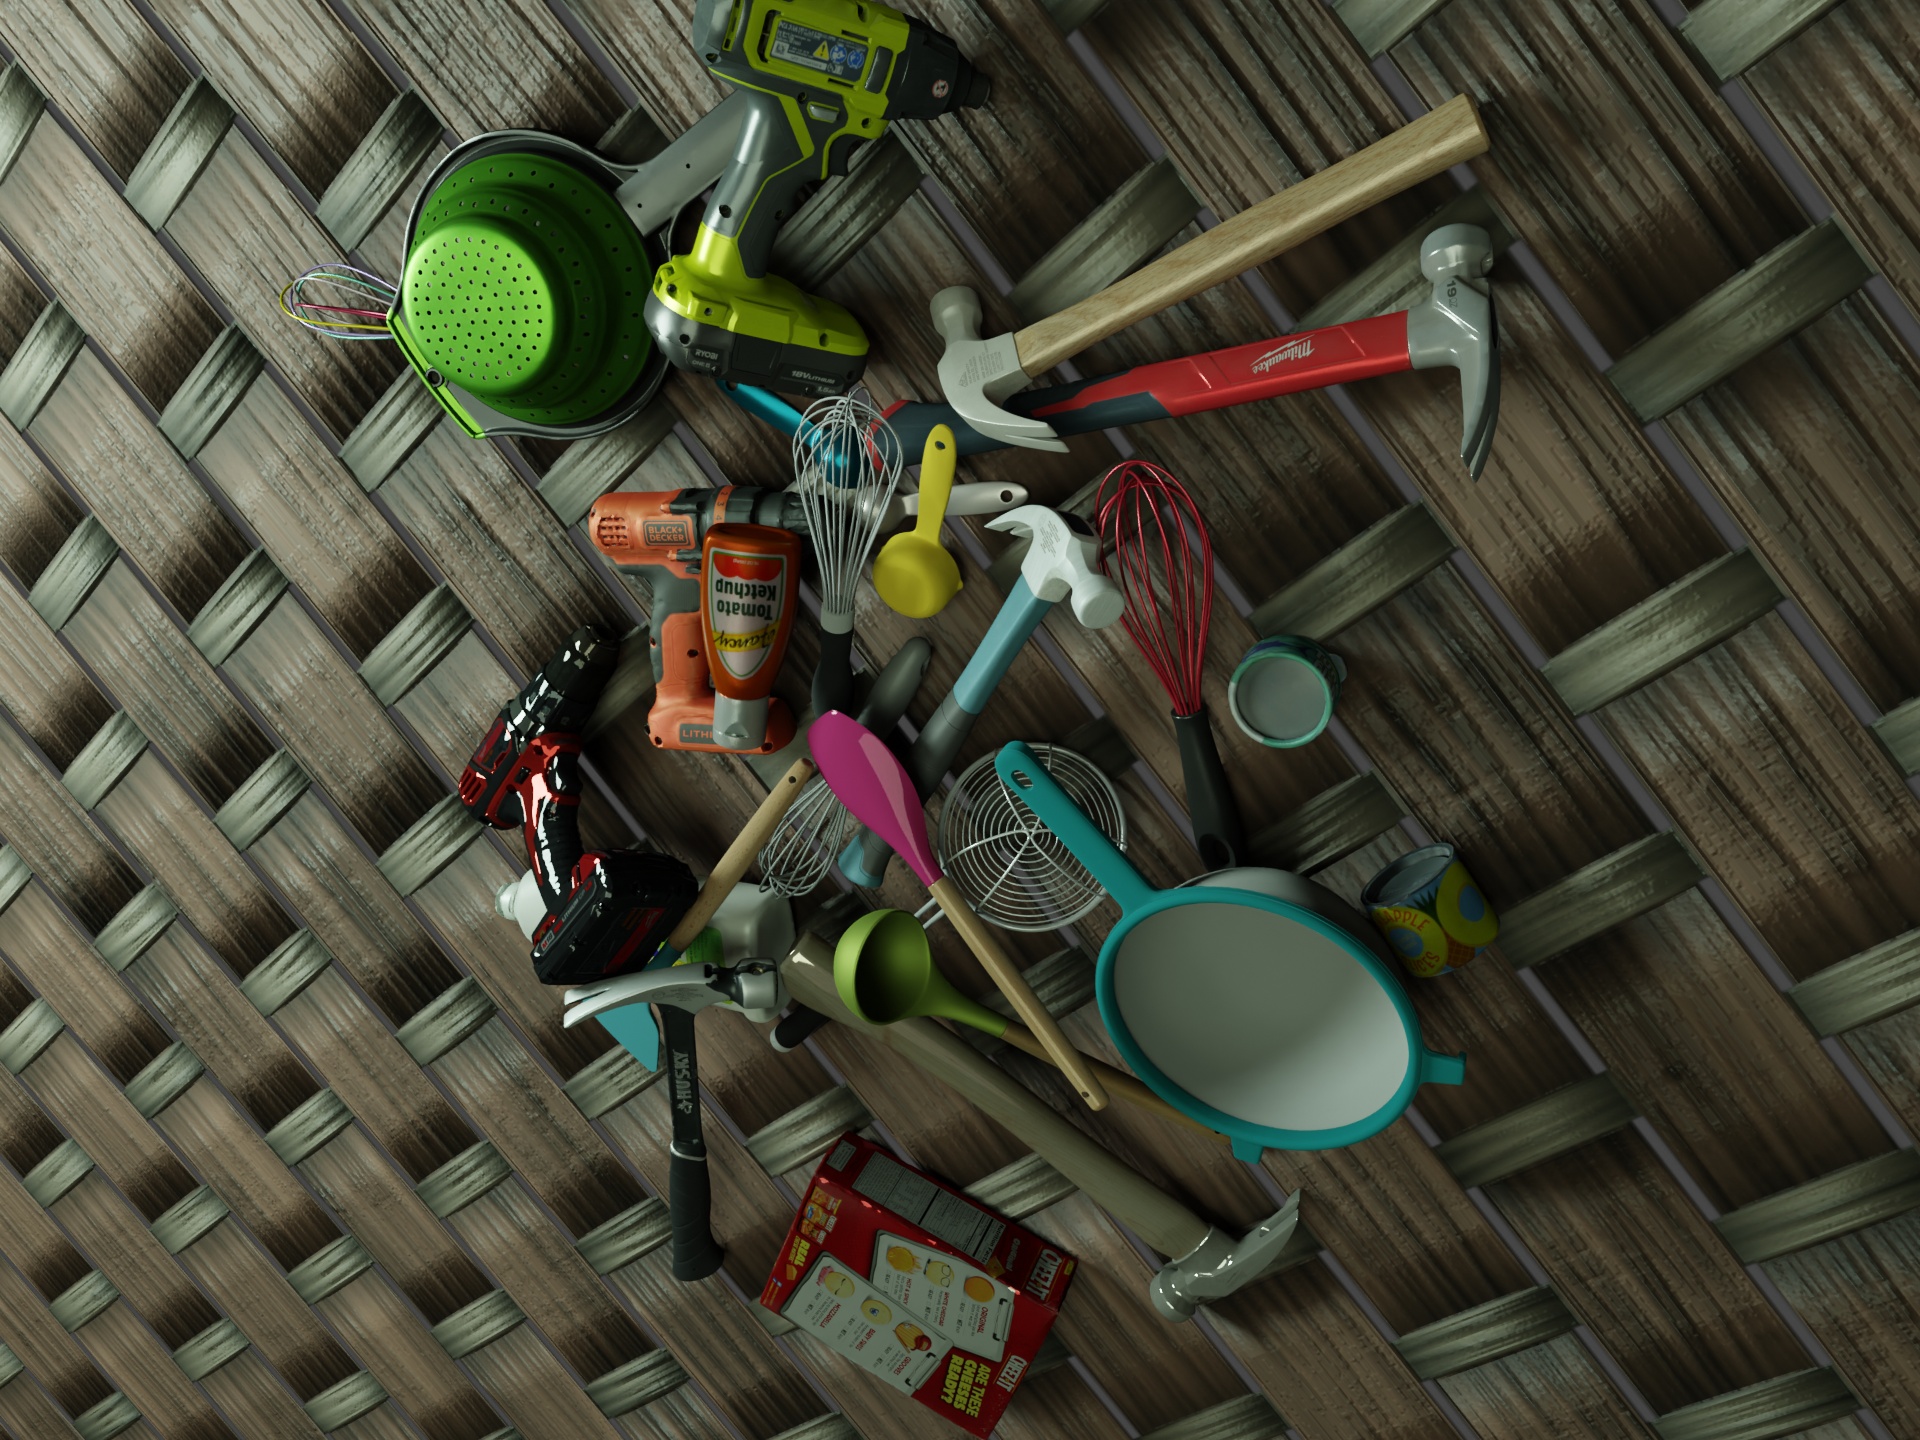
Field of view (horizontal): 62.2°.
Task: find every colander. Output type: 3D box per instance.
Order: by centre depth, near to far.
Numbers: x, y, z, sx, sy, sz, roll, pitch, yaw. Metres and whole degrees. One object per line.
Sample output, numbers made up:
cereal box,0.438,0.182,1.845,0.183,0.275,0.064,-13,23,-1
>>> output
colander,-0.224,-0.309,0.995,0.397,0.094,0.204,-30,103,24

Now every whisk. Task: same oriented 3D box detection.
whisk,0.141,-0.024,1.005,0.073,0.073,0.295,-6,115,24
whisk,-0.078,-0.092,1.031,0.070,0.070,0.284,22,137,13
whisk,-0.372,-0.275,1.121,0.245,0.047,0.051,16,115,12
whisk,-0.083,0.037,1.126,0.055,0.055,0.239,35,115,6

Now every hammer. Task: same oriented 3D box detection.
hammer,0.135,-0.256,0.901,0.331,0.031,0.130,-23,62,22
hammer,0.113,-0.178,0.929,0.386,0.038,0.143,-6,68,29
hammer,-0.002,-0.003,1.046,0.033,0.128,0.331,10,131,-30
hammer,0.050,0.276,1.140,0.410,0.038,0.146,37,119,-7
hammer,-0.218,0.325,1.238,0.149,0.036,0.408,-2,133,-9

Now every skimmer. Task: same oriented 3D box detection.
skimmer,-0.024,0.148,1.157,0.127,0.090,0.363,53,131,8

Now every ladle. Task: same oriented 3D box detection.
ladle,0.057,0.222,1.092,0.320,0.078,0.062,28,161,-11

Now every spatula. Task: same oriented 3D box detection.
spatula,-0.188,0.139,1.152,0.082,0.044,0.317,42,115,10

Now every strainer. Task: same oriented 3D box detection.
strainer,0.157,0.124,1.024,0.340,0.095,0.211,47,132,-5

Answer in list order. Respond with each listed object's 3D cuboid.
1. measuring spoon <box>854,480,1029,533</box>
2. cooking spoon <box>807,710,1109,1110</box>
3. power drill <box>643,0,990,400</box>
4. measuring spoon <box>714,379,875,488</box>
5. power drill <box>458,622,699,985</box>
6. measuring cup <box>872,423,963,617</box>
measuring spoon,-0.015,-0.141,1.041,0.124,0.018,0.034,-3,110,23
cooking spoon,-0.001,0.127,1.056,0.319,0.017,0.068,53,133,2
power drill,-0.090,-0.312,0.941,0.171,0.080,0.223,7,123,-25
measuring spoon,-0.115,-0.196,1.057,0.128,0.021,0.042,33,119,5
power drill,-0.276,0.059,1.157,0.188,0.080,0.227,-50,55,24
measuring cup,-0.025,-0.123,1.012,0.062,0.029,0.156,26,143,10
